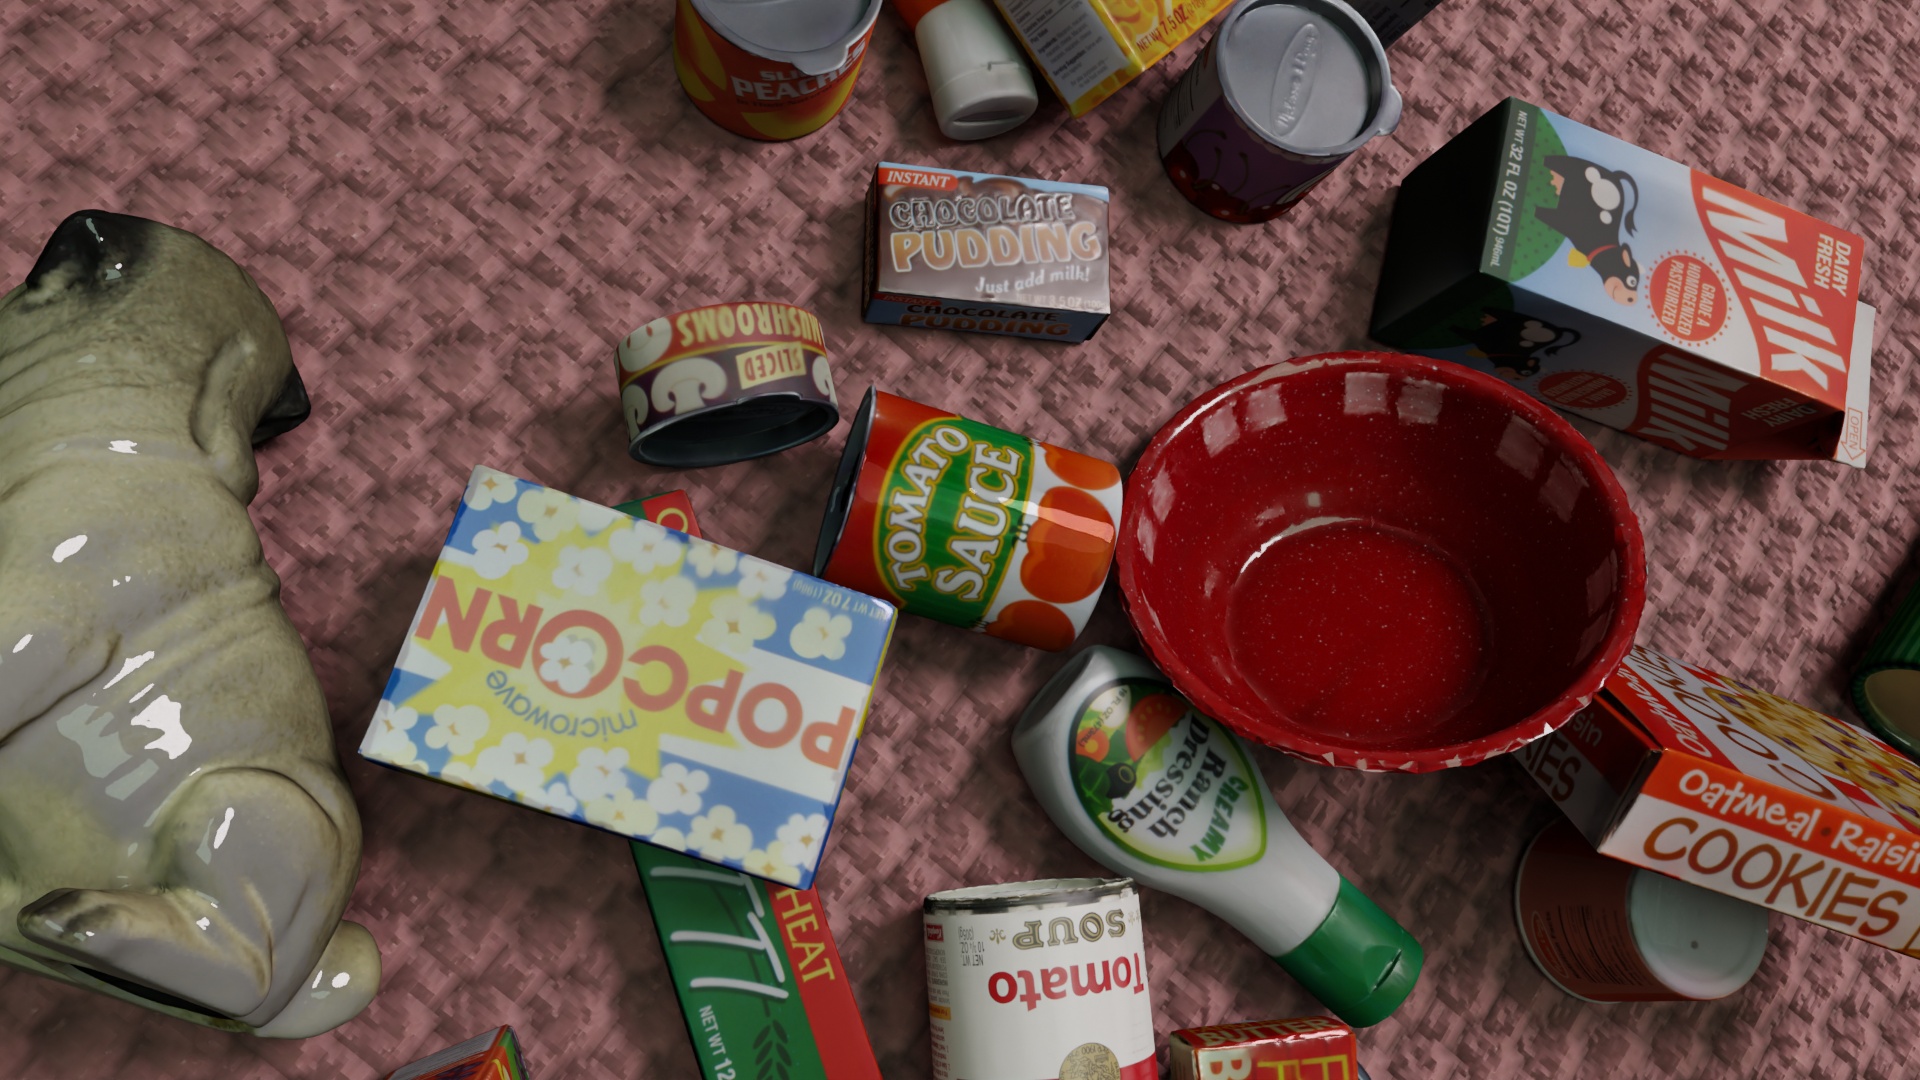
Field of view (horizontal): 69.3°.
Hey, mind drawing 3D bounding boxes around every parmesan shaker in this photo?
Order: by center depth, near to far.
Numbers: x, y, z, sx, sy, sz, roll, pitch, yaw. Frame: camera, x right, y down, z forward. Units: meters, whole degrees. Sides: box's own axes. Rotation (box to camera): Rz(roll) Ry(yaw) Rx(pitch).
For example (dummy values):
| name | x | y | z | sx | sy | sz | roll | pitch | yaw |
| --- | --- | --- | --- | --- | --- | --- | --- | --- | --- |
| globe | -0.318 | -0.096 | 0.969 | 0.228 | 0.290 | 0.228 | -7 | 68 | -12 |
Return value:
| name | x | y | z | sx | sy | sz | roll | pitch | yaw |
| --- | --- | --- | --- | --- | --- | --- | --- | --- | --- |
| parmesan shaker | 0.396 | 0.031 | 0.532 | 0.071 | 0.071 | 0.103 | 45 | 73 | -2 |

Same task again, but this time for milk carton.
| name | x | y | z | sx | sy | sz | roll | pitch | yaw |
| --- | --- | --- | --- | --- | --- | --- | --- | --- | --- |
| milk carton | 0.261 | -0.087 | 0.519 | 0.191 | 0.073 | 0.072 | 17 | 76 | -10 |

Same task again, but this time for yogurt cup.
| name | x | y | z | sx | sy | sz | roll | pitch | yaw |
| --- | --- | --- | --- | --- | --- | --- | --- | --- | --- |
| yogurt cup | 0.236 | 0.127 | 0.479 | 0.072 | 0.054 | 0.072 | 3 | 78 | -12 |

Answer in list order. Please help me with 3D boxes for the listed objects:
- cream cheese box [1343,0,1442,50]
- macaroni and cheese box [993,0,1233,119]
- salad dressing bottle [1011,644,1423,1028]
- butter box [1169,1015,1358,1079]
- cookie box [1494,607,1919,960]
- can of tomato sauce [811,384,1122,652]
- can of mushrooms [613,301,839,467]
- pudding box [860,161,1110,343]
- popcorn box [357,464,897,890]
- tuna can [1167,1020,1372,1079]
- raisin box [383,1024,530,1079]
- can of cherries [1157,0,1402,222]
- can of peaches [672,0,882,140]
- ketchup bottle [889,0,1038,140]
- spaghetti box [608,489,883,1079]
| name | x | y | z | sx | sy | sz | roll | pitch | yaw |
| --- | --- | --- | --- | --- | --- | --- | --- | --- | --- |
| cream cheese box | 0.169 | -0.212 | 0.507 | 0.024 | 0.103 | 0.053 | 39 | 74 | -7 |
| macaroni and cheese box | 0.034 | -0.247 | 0.480 | 0.166 | 0.040 | 0.124 | 53 | 53 | -12 |
| salad dressing bottle | 0.085 | 0.098 | 0.454 | 0.147 | 0.044 | 0.064 | 41 | 74 | -3 |
| butter box | 0.092 | 0.197 | 0.410 | 0.053 | 0.024 | 0.103 | 0 | 80 | -13 |
| cookie box | 0.261 | 0.079 | 0.459 | 0.167 | 0.123 | 0.040 | 19 | 107 | -9 |
| can of tomato sauce | 0.002 | -0.006 | 0.441 | 0.083 | 0.071 | 0.071 | 16 | 76 | -10 |
| can of mushrooms | -0.072 | -0.048 | 0.432 | 0.071 | 0.071 | 0.033 | -9 | 80 | -15 |
| pudding box | 0.009 | -0.100 | 0.483 | 0.084 | 0.030 | 0.050 | 4 | 77 | -13 |
| popcorn box | -0.091 | 0.040 | 0.394 | 0.127 | 0.038 | 0.085 | 19 | 75 | -9 |
| tuna can | 0.100 | 0.192 | 0.444 | 0.071 | 0.032 | 0.071 | 3 | 78 | -13 |
| raisin box | -0.122 | 0.177 | 0.346 | 0.040 | 0.123 | 0.086 | -17 | 83 | -16 |
| can of cherries | 0.114 | -0.155 | 0.506 | 0.071 | 0.058 | 0.071 | 3 | 77 | -13 |
| can of peaches | -0.062 | -0.175 | 0.467 | 0.071 | 0.058 | 0.071 | 3 | 79 | -14 |
| ketchup bottle | -0.008 | -0.219 | 0.496 | 0.065 | 0.043 | 0.149 | -11 | 82 | -24 |
| spaghetti box | -0.070 | 0.106 | 0.423 | 0.050 | 0.028 | 0.250 | -18 | 83 | -16 |
